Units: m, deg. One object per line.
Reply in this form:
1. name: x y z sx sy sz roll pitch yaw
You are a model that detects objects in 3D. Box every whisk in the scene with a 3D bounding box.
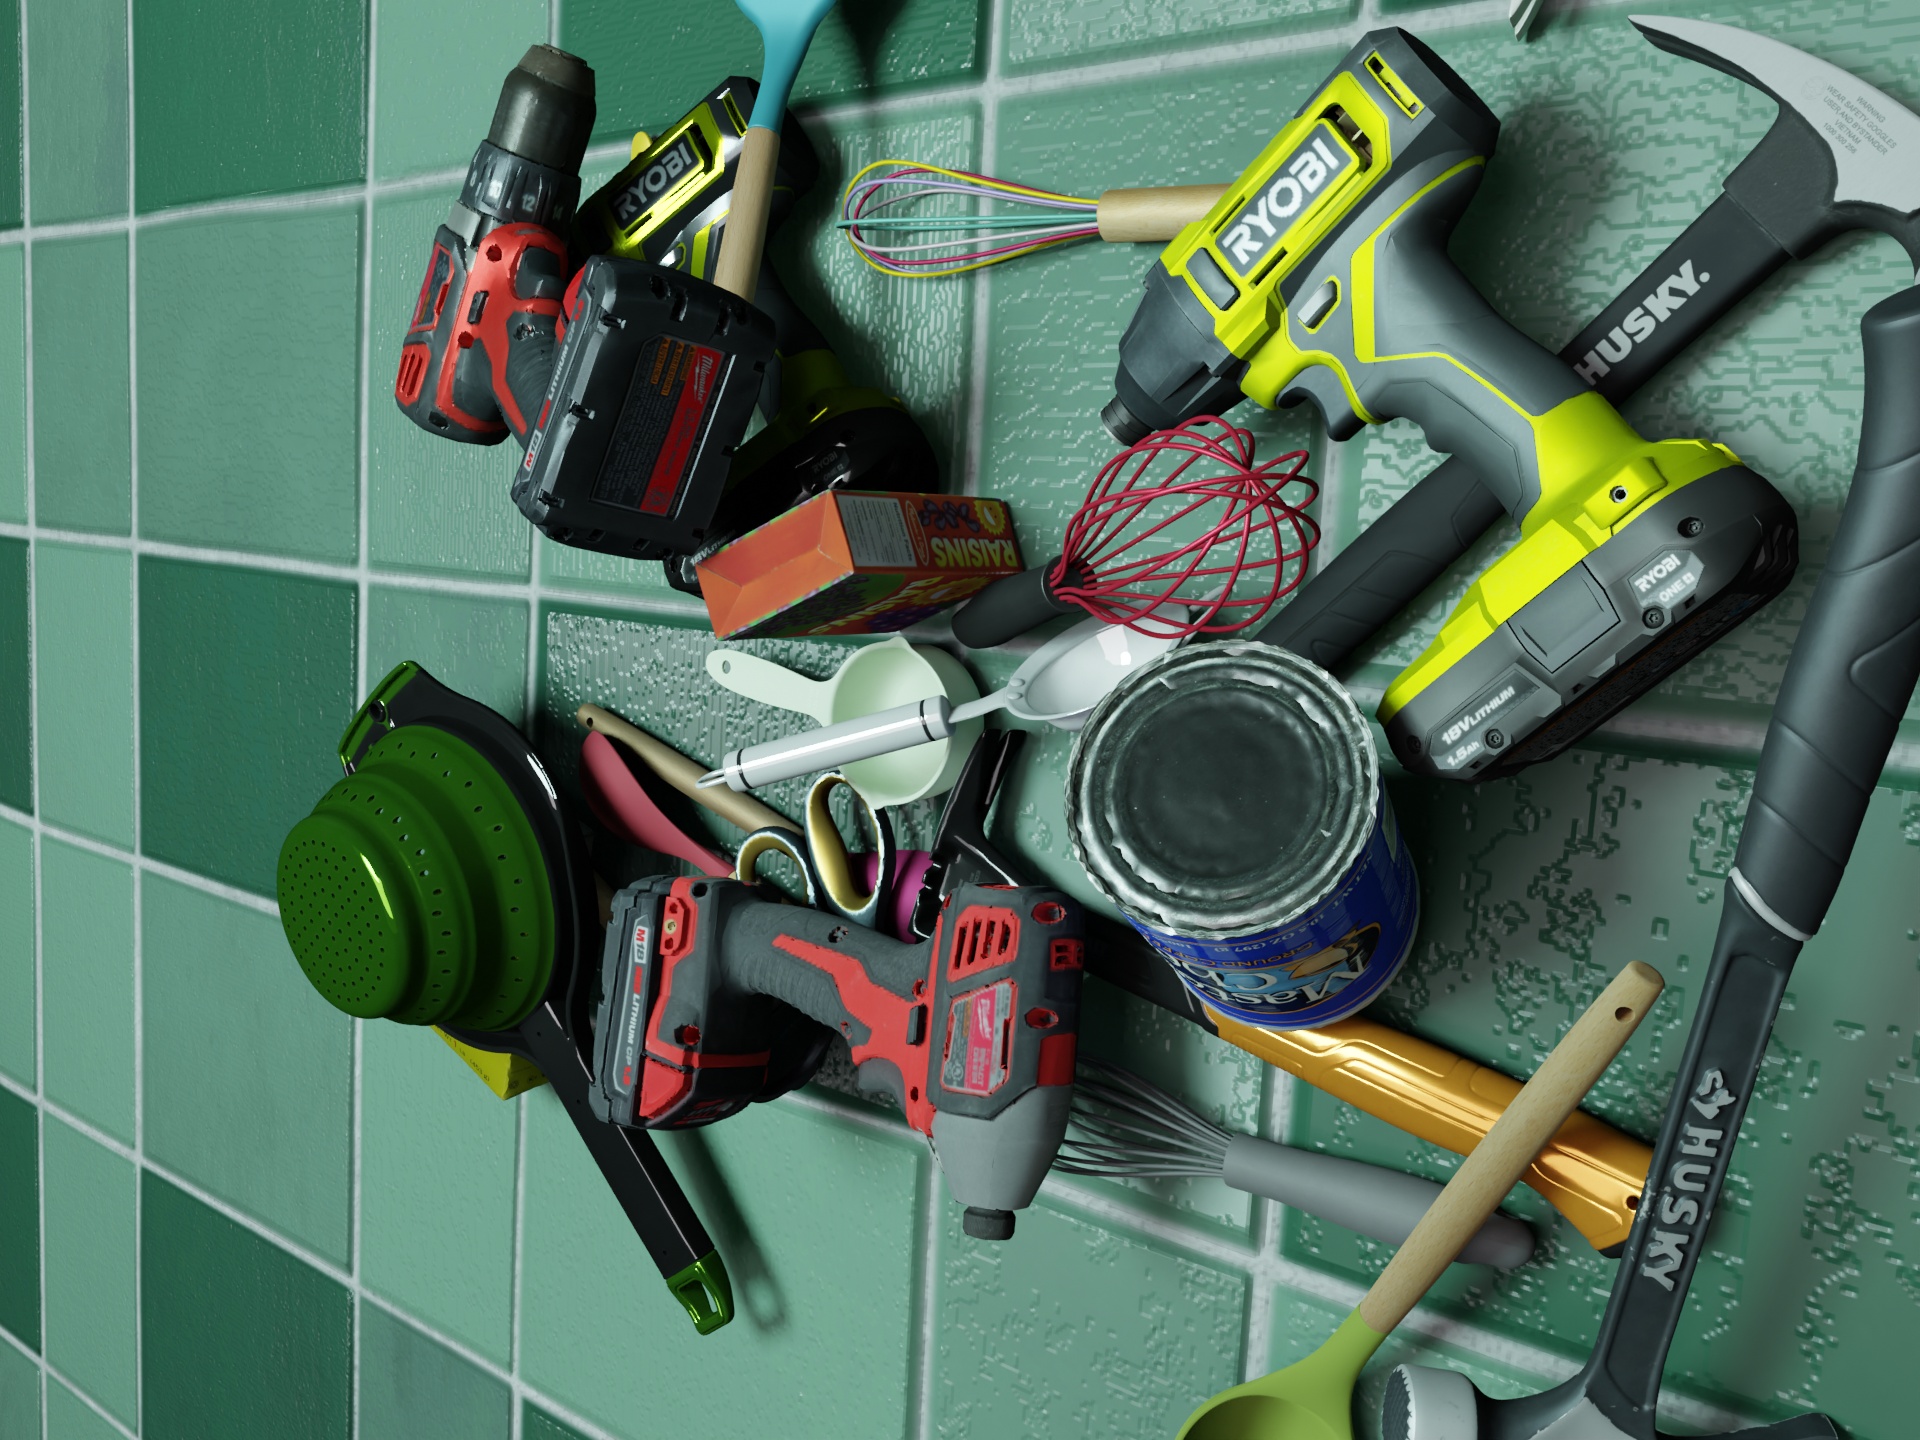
1. whisk: 0.043 -0.219 0.681 0.245 0.051 0.047 10 94 34
2. whisk: 0.049 -0.055 0.602 0.296 0.073 0.073 166 96 -72
3. whisk: 0.114 0.180 0.655 0.239 0.055 0.055 9 99 32

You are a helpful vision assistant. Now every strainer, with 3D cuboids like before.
1. strainer: -0.001 -0.002 0.688 0.258 0.087 0.050 -15 116 18

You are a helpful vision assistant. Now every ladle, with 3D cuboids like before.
1. ladle: 0.163 0.211 0.581 0.078 0.062 0.320 26 122 6
2. ladle: -0.098 0.096 0.819 0.316 0.031 0.069 32 147 28

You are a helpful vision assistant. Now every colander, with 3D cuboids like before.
1. colander: -0.252 0.161 0.837 0.204 0.094 0.397 -40 78 37

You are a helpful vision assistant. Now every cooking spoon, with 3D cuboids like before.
1. cooking spoon: -0.095 0.058 0.823 0.319 0.017 0.068 28 110 32

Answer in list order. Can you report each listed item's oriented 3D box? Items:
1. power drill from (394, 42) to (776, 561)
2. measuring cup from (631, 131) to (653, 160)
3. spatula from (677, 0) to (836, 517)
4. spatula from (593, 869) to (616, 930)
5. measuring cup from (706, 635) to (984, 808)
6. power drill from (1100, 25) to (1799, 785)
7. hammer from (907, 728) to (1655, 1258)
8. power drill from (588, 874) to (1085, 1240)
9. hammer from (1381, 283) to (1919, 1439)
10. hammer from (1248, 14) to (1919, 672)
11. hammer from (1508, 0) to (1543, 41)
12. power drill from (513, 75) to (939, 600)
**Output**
1. power drill: -0.172 -0.188 0.701 0.227 0.080 0.188 40 113 44
2. measuring cup: -0.172 -0.237 0.851 0.062 0.029 0.156 -2 95 38
3. spatula: -0.099 -0.242 0.707 0.082 0.044 0.317 6 82 21
4. spatula: -0.215 0.092 0.919 0.316 0.018 0.059 42 119 29
5. measuring cup: -0.058 -0.011 0.779 0.168 0.038 0.083 18 104 37
6. power drill: 0.152 -0.096 0.544 0.171 0.080 0.223 -45 65 33
7. hammer: 0.123 0.112 0.645 0.337 0.034 0.127 22 99 32
8. power drill: -0.051 0.138 0.692 0.220 0.078 0.143 1 82 30
9. hammer: 0.243 0.074 0.476 0.149 0.036 0.408 8 110 2
10. hammer: 0.189 -0.094 0.583 0.334 0.035 0.146 -46 67 31
11. hammer: 0.033 -0.341 0.631 0.411 0.038 0.146 8 99 25
12. power drill: -0.126 -0.171 0.777 0.190 0.080 0.229 -33 73 21
